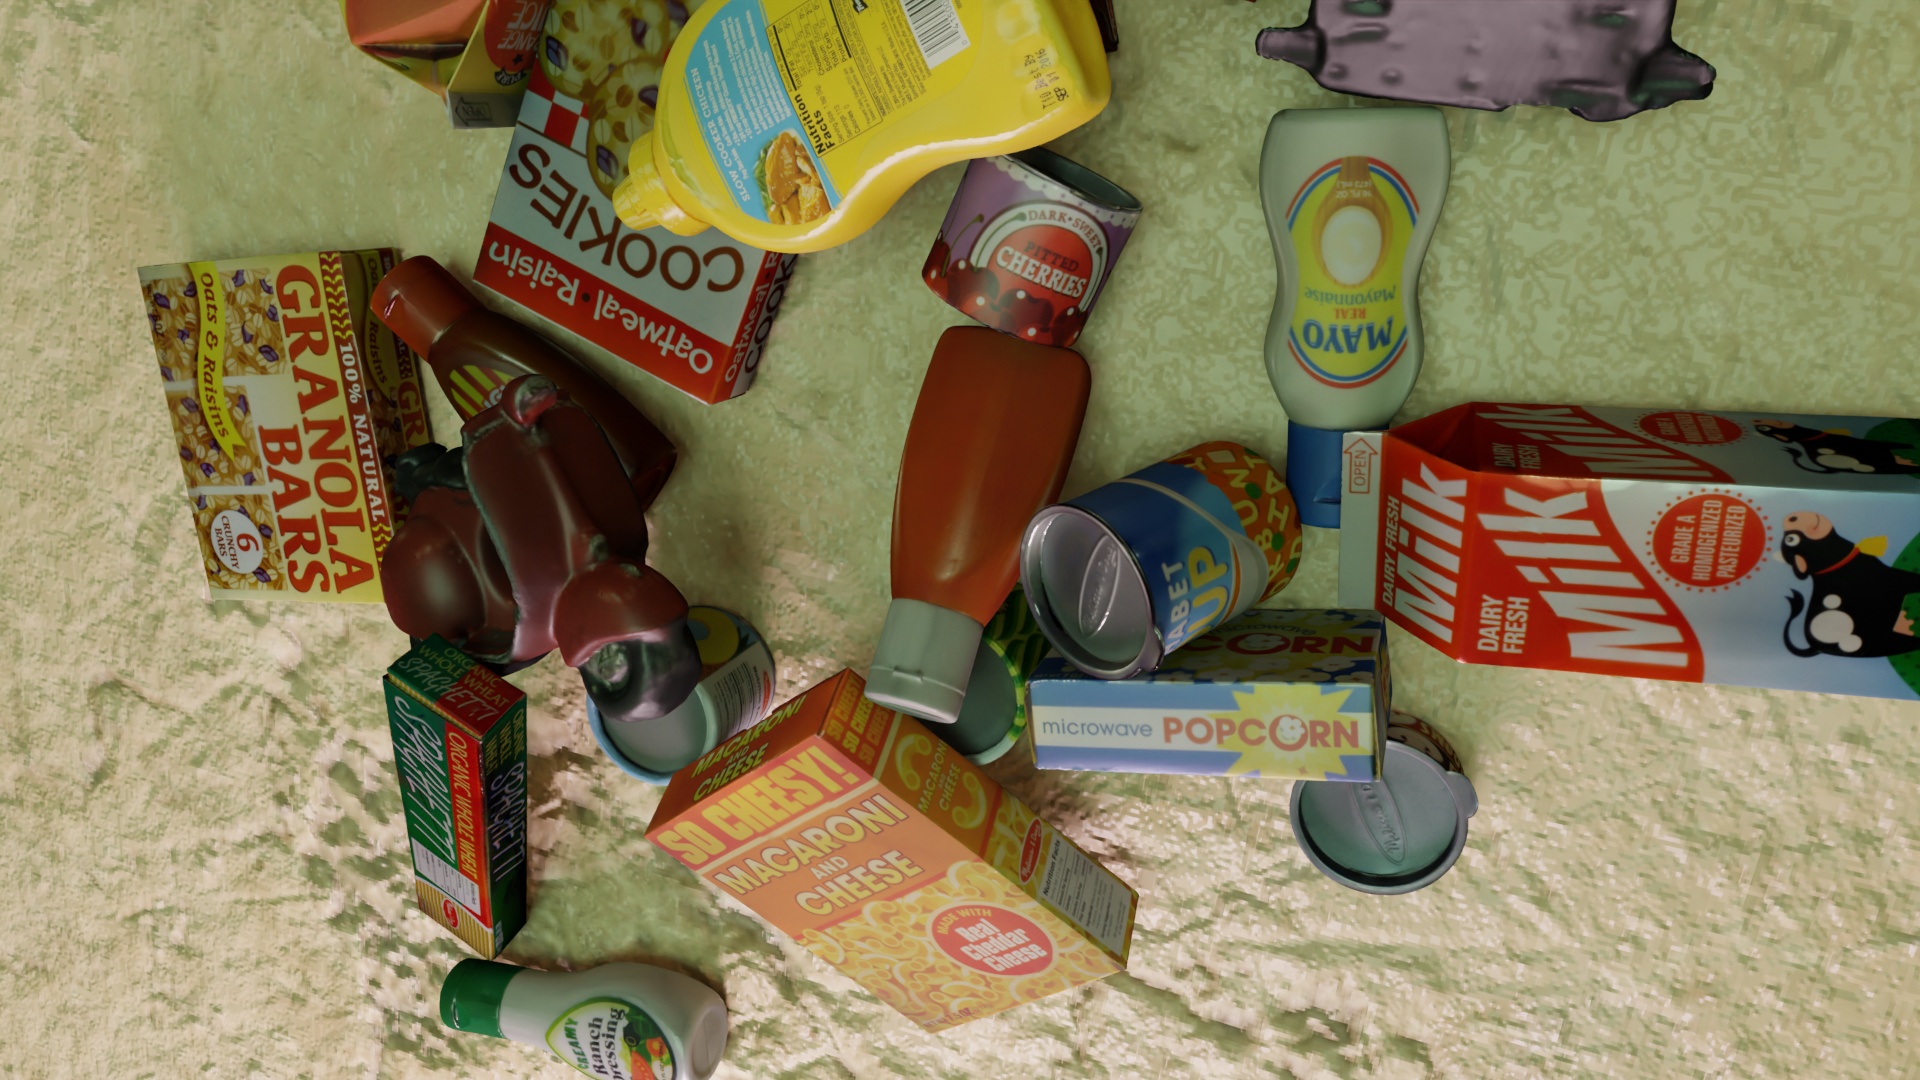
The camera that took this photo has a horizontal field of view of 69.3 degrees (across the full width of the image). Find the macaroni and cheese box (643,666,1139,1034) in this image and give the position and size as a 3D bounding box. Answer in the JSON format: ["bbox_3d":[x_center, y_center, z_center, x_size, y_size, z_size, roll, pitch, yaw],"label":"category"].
[{"bbox_3d":[-0.029,0.135,0.578,0.166,0.040,0.123,41,130,-19],"label":"macaroni and cheese box"}]

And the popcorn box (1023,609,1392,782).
[{"bbox_3d":[0.097,0.056,0.531,0.126,0.085,0.038,-1,104,20],"label":"popcorn box"}]

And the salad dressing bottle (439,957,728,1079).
[{"bbox_3d":[-0.193,0.242,0.707,0.147,0.044,0.064,3,108,19],"label":"salad dressing bottle"}]

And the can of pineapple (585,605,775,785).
[{"bbox_3d":[-0.127,0.069,0.628,0.071,0.058,0.070,5,107,18],"label":"can of pineapple"}]

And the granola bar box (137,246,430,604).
[{"bbox_3d":[-0.318,-0.054,0.670,0.124,0.039,0.165,0,105,20],"label":"granola bar box"}]

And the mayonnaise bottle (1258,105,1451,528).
[{"bbox_3d":[0.139,-0.079,0.501,0.065,0.041,0.147,2,106,11],"label":"mayonnaise bottle"}]

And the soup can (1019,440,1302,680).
[{"bbox_3d":[0.076,0.007,0.509,0.071,0.084,0.071,30,131,42],"label":"soup can"}]

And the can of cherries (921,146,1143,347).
[{"bbox_3d":[0.026,-0.111,0.516,0.071,0.072,0.058,30,113,9],"label":"can of cherries"}]

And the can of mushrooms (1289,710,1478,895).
[{"bbox_3d":[0.167,0.102,0.547,0.071,0.033,0.070,5,106,18],"label":"can of mushrooms"}]

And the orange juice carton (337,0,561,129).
[{"bbox_3d":[-0.210,-0.261,0.556,0.073,0.072,0.192,-11,101,22],"label":"orange juice carton"}]

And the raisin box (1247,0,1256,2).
[{"bbox_3d":[0.093,-0.244,0.447,0.040,0.086,0.123,20,111,11],"label":"raisin box"}]

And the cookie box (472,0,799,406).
[{"bbox_3d":[-0.119,-0.157,0.572,0.123,0.040,0.166,28,111,10],"label":"cookie box"}]

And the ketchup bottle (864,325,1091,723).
[{"bbox_3d":[0.002,-0.007,0.529,0.065,0.043,0.149,14,75,13],"label":"ketchup bottle"}]

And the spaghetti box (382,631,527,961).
[{"bbox_3d":[-0.225,0.126,0.633,0.050,0.029,0.248,32,141,8],"label":"spaghetti box"}]

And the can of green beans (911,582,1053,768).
[{"bbox_3d":[0.004,0.054,0.577,0.071,0.058,0.071,5,107,18],"label":"can of green beans"}]

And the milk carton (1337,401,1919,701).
[{"bbox_3d":[0.227,-0.001,0.469,0.190,0.074,0.072,3,115,17],"label":"milk carton"}]

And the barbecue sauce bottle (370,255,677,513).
[{"bbox_3d":[-0.198,-0.066,0.622,0.148,0.044,0.064,43,122,4],"label":"barbecue sauce bottle"}]

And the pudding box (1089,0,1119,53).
[{"bbox_3d":[0.030,-0.216,0.497,0.030,0.050,0.083,-8,102,23],"label":"pudding box"}]
